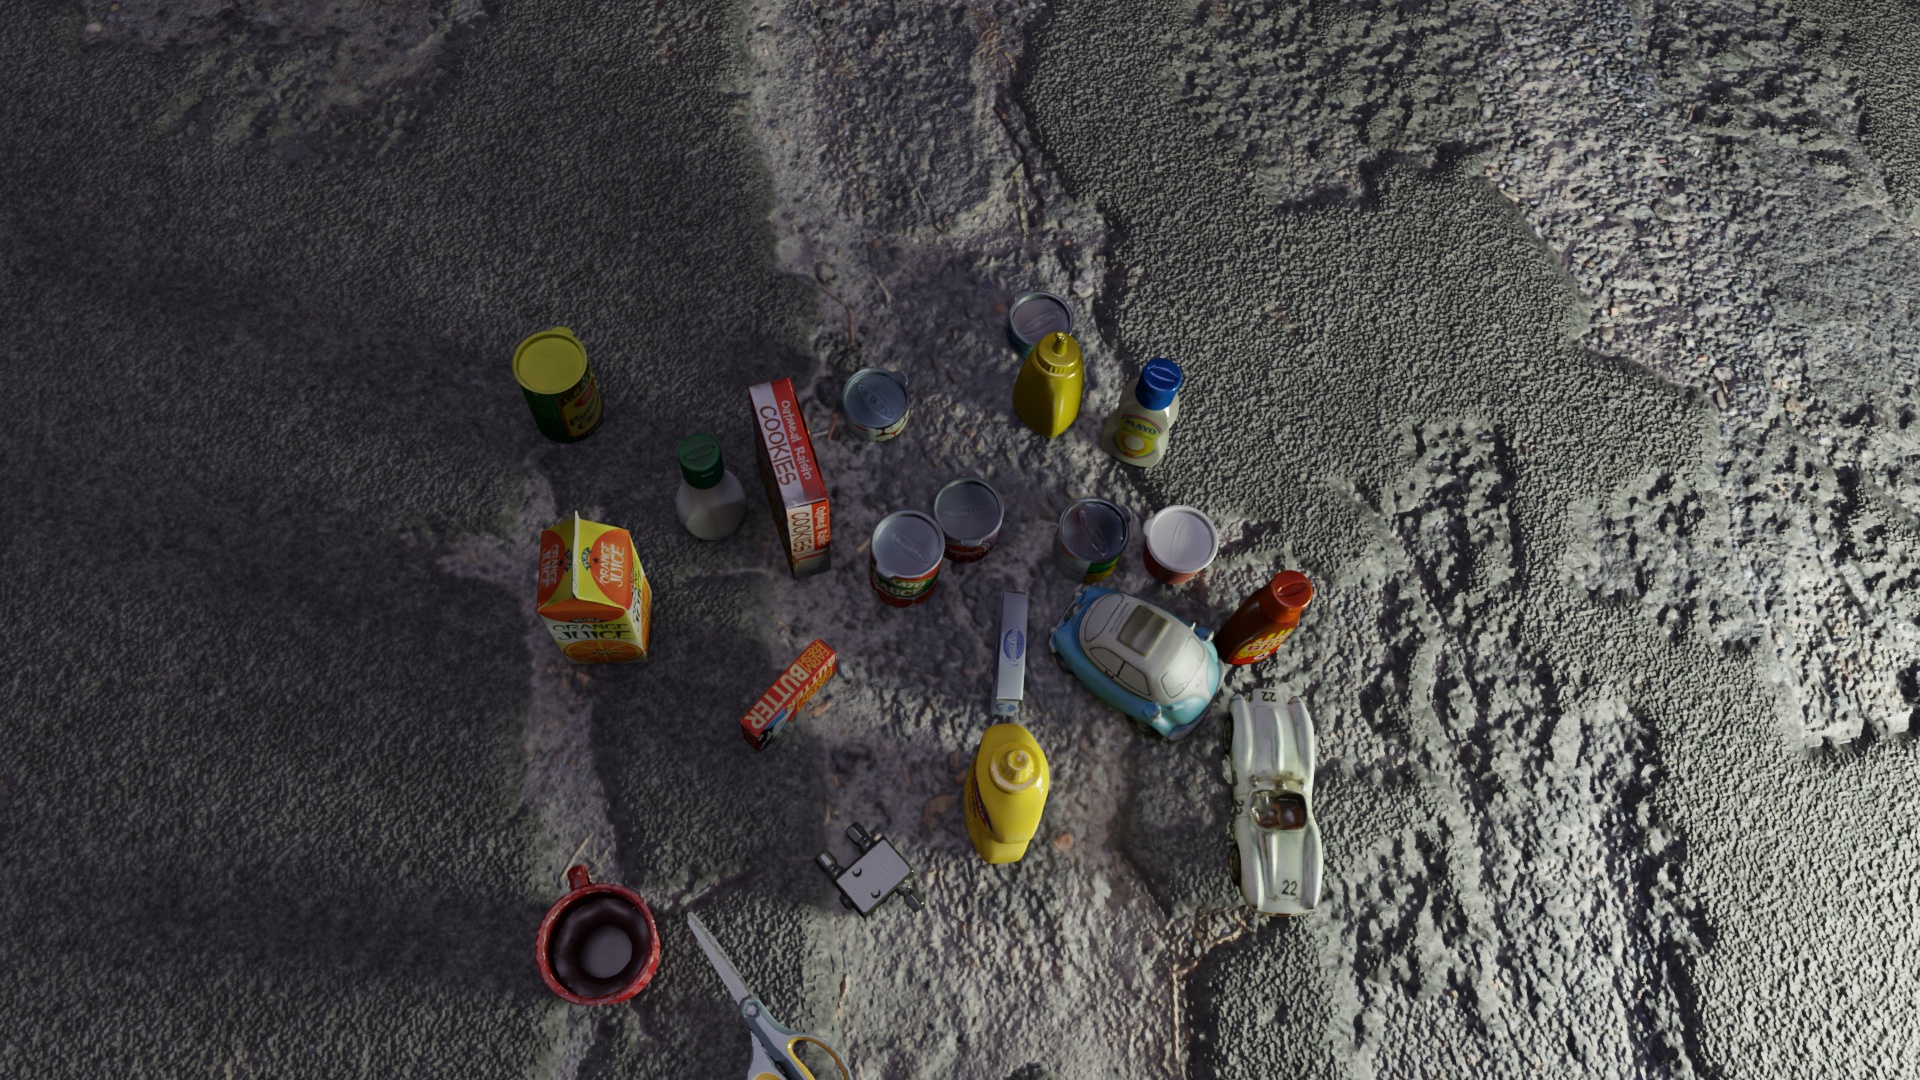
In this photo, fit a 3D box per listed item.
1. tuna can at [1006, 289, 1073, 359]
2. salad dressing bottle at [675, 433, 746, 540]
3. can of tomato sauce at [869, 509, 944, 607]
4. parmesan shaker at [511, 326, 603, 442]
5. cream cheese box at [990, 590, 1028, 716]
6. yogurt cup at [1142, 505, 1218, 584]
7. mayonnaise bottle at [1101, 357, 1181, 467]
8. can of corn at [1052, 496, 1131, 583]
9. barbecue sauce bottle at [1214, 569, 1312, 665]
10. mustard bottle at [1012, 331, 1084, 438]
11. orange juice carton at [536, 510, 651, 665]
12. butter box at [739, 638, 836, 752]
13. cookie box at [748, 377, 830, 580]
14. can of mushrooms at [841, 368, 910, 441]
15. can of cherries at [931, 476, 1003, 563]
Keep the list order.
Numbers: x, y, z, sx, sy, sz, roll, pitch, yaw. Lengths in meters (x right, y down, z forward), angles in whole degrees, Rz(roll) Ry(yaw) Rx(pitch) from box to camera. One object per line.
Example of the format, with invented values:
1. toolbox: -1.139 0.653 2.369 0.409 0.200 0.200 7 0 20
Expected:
1. tuna can: 0.079 -0.219 1.409 0.071 0.032 0.071 2 67 -4
2. salad dressing bottle: -0.227 -0.047 1.248 0.064 0.147 0.044 -21 71 -13
3. can of tomato sauce: -0.051 0.020 1.270 0.071 0.082 0.071 2 67 -4
4. parmesan shaker: -0.374 -0.144 1.301 0.071 0.102 0.071 2 67 -4
5. cream cheese box: 0.044 0.103 1.259 0.024 0.053 0.104 6 67 -2
6. yogurt cup: 0.204 0.007 1.312 0.072 0.053 0.072 2 67 -4
7. mayonnaise bottle: 0.175 -0.121 1.313 0.065 0.147 0.041 21 68 4
8. can of corn: 0.124 -0.001 1.307 0.071 0.058 0.071 2 67 -4
9. barbecue sauce bottle: 0.274 0.068 1.241 0.065 0.148 0.044 -17 70 -11
10. mustard bottle: 0.088 -0.155 1.314 0.065 0.159 0.049 41 70 12
11. orange juice carton: -0.311 0.044 1.178 0.073 0.192 0.072 -1 68 -5
12. butter box: -0.152 0.136 1.228 0.024 0.053 0.104 38 69 11
13. cookie box: -0.151 -0.052 1.246 0.040 0.166 0.123 -16 70 -11
14. can of mushrooms: -0.081 -0.134 1.359 0.071 0.033 0.071 2 67 -4
15. can of cherries: 0.005 -0.016 1.303 0.071 0.058 0.072 2 67 -4
